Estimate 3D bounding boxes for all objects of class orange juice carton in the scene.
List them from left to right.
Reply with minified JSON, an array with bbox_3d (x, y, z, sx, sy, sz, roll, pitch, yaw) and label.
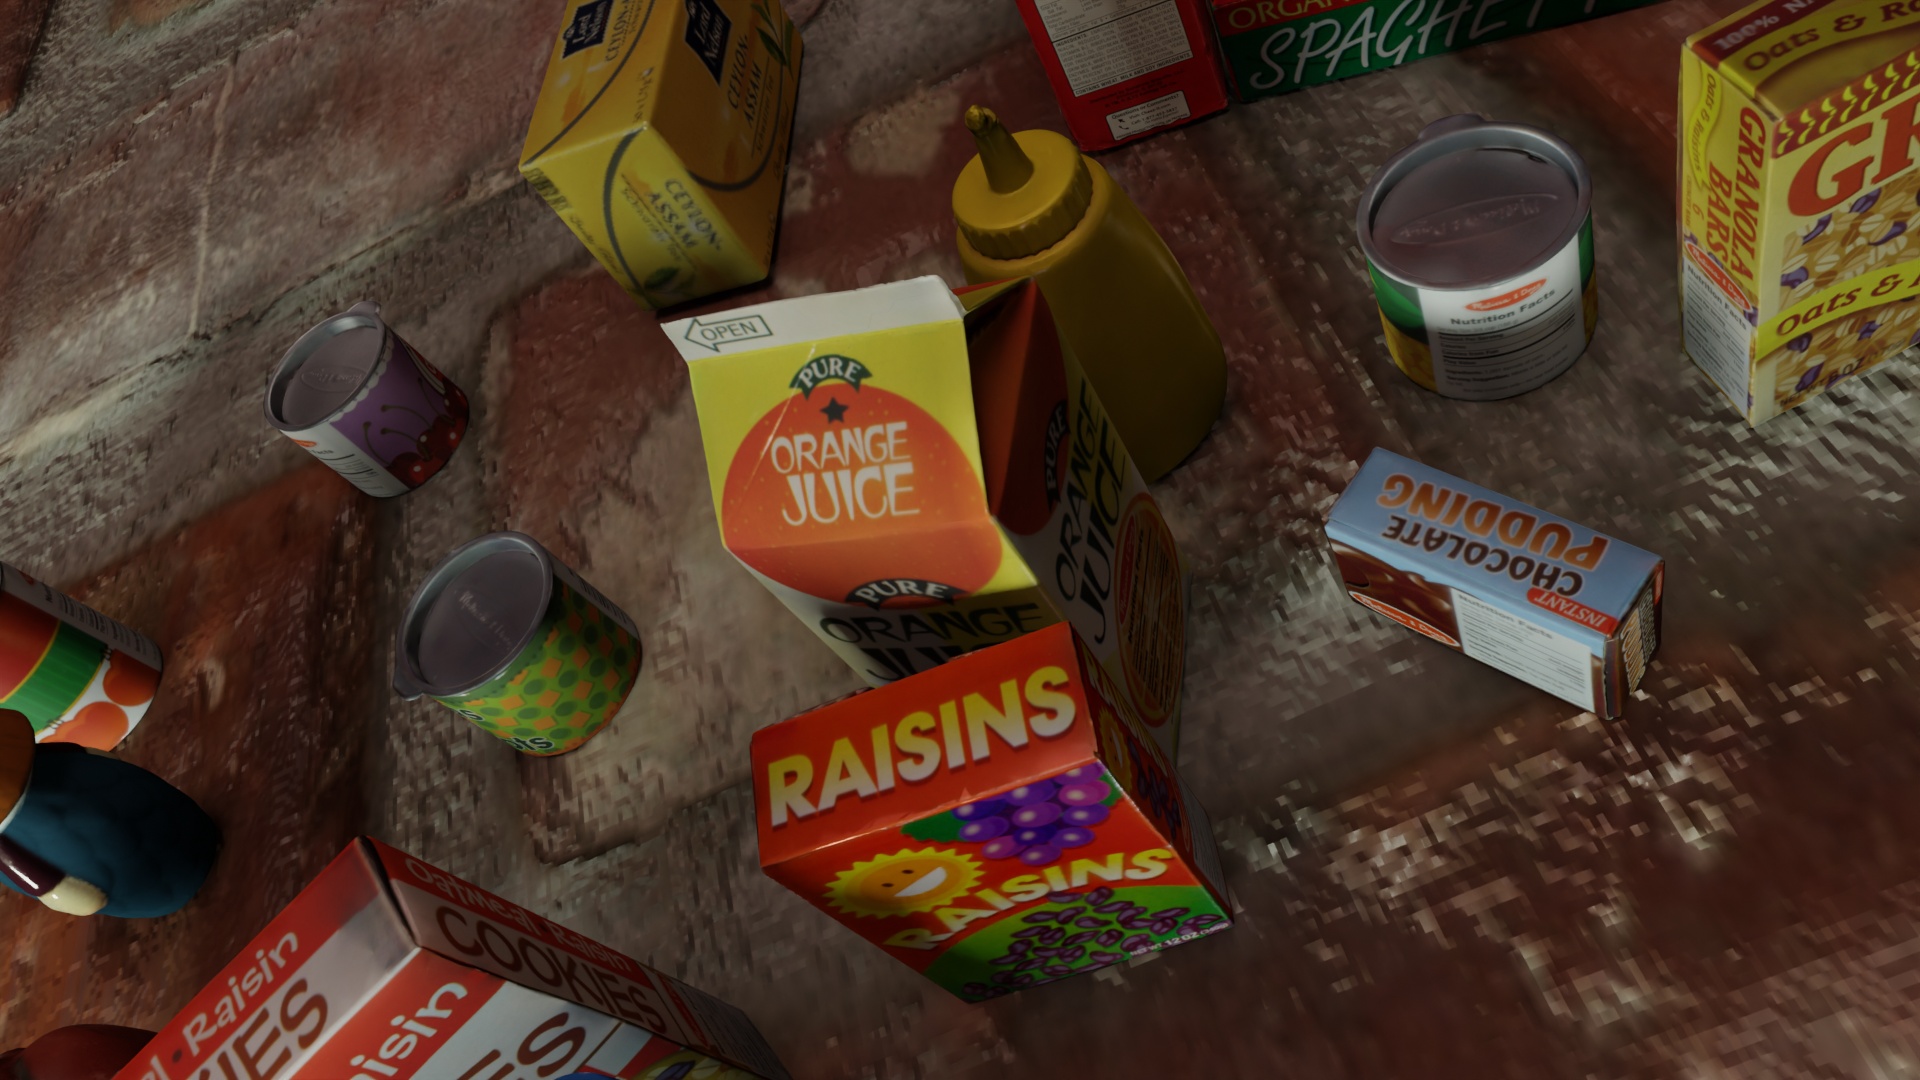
[{"bbox_3d":[0.001,-0.005,0.373,0.072,0.192,0.073,-5,58,24],"label":"orange juice carton"}]

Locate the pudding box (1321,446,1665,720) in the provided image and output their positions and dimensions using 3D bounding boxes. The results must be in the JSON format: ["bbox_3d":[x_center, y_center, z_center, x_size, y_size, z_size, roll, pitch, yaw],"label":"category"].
[{"bbox_3d":[0.146,0.011,0.383,0.084,0.049,0.030,28,75,37],"label":"pudding box"}]

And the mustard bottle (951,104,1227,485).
[{"bbox_3d":[0.035,-0.078,0.426,0.065,0.159,0.049,-44,51,-5],"label":"mustard bottle"}]

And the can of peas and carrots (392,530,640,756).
[{"bbox_3d":[-0.163,0.041,0.512,0.071,0.058,0.071,-13,55,19],"label":"can of peas and carrots"}]

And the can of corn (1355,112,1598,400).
[{"bbox_3d":[0.162,-0.088,0.434,0.071,0.058,0.071,-13,55,19],"label":"can of corn"}]

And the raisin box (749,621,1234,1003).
[{"bbox_3d":[0.013,0.076,0.360,0.086,0.123,0.040,-20,53,14],"label":"raisin box"}]

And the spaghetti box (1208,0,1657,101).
[{"bbox_3d":[0.214,-0.212,0.495,0.250,0.050,0.029,-8,57,22],"label":"spaghetti box"}]

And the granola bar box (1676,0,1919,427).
[{"bbox_3d":[0.270,-0.115,0.355,0.165,0.124,0.039,-29,51,7],"label":"granola bar box"}]

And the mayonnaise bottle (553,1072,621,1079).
[{"bbox_3d":[-0.047,0.156,0.321,0.064,0.147,0.041,-26,52,10],"label":"mayonnaise bottle"}]

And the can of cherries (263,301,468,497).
[{"bbox_3d":[-0.268,-0.064,0.633,0.071,0.058,0.072,-13,55,19],"label":"can of cherries"}]

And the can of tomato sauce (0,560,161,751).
[{"bbox_3d":[-0.413,0.055,0.612,0.071,0.083,0.071,-13,55,19],"label":"can of tomato sauce"}]

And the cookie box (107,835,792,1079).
[{"bbox_3d":[-0.132,0.156,0.351,0.123,0.167,0.040,-46,51,-7],"label":"cookie box"}]
